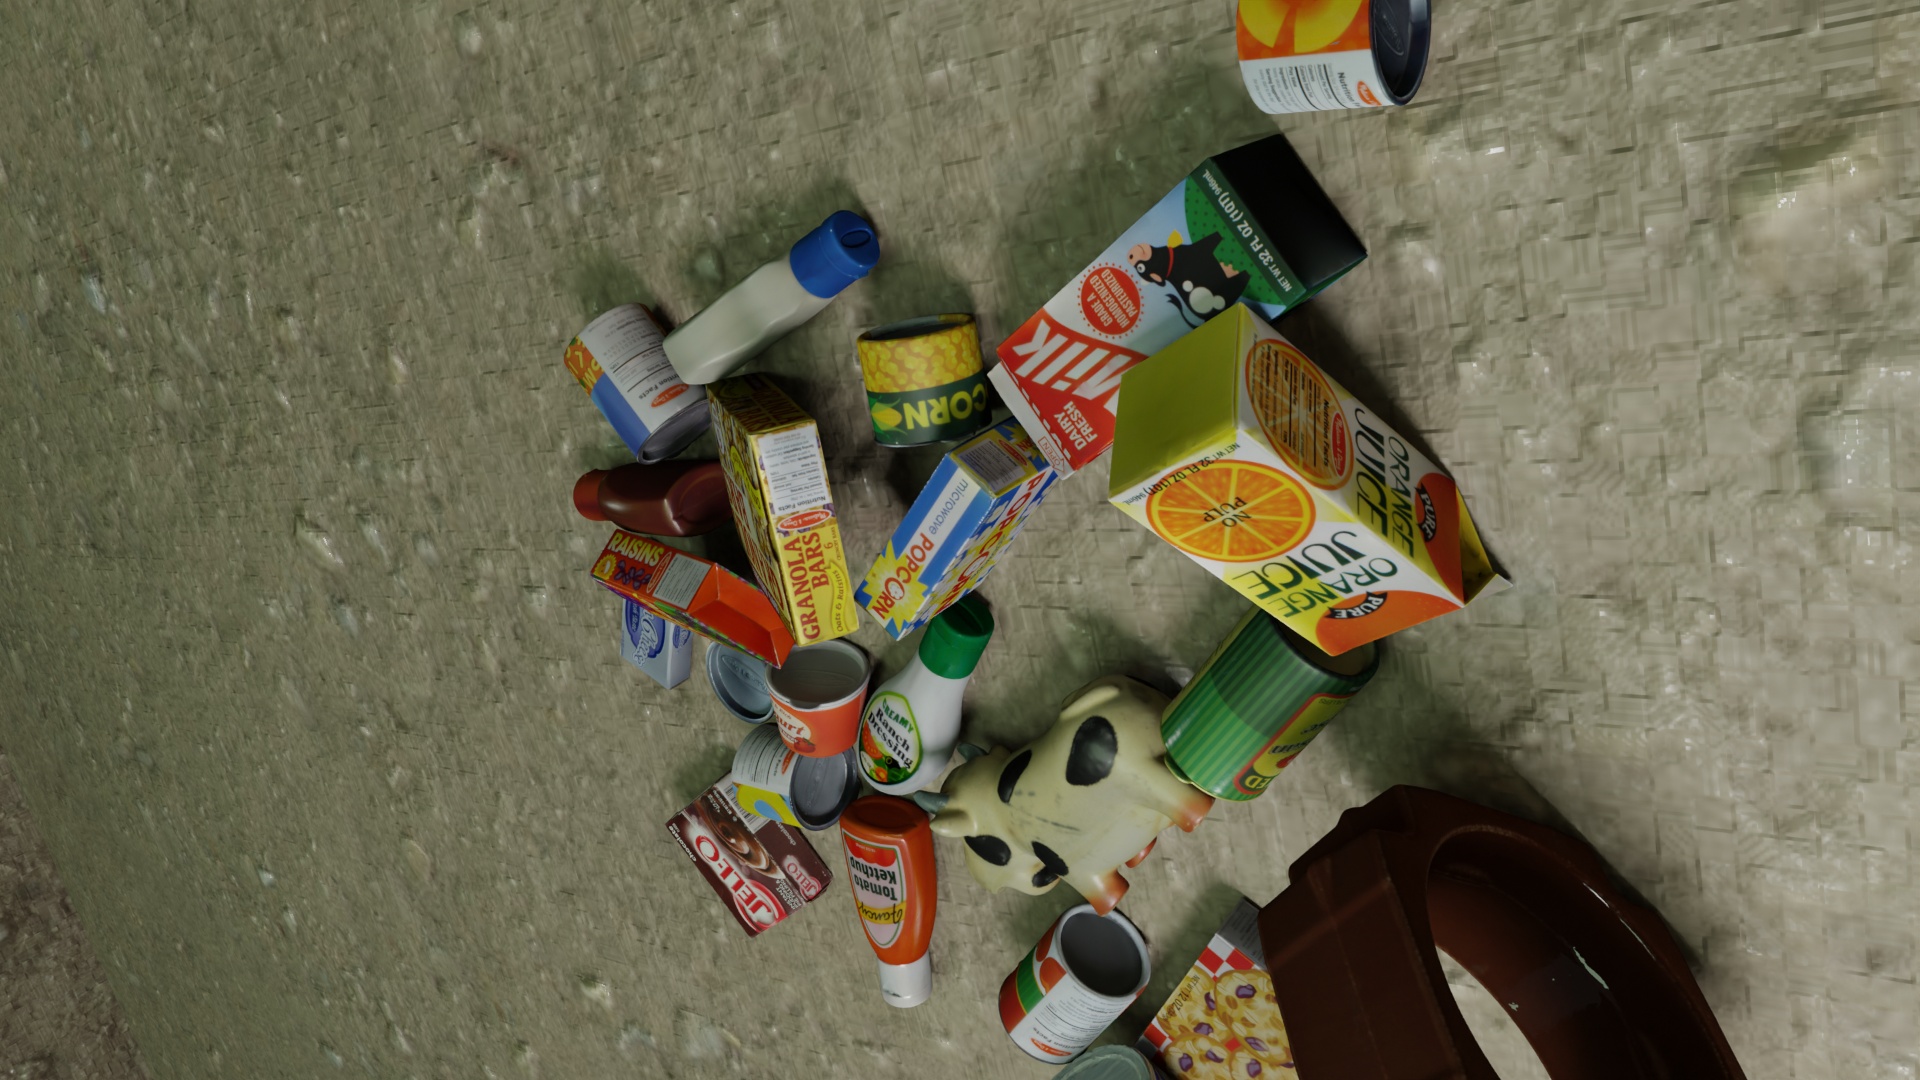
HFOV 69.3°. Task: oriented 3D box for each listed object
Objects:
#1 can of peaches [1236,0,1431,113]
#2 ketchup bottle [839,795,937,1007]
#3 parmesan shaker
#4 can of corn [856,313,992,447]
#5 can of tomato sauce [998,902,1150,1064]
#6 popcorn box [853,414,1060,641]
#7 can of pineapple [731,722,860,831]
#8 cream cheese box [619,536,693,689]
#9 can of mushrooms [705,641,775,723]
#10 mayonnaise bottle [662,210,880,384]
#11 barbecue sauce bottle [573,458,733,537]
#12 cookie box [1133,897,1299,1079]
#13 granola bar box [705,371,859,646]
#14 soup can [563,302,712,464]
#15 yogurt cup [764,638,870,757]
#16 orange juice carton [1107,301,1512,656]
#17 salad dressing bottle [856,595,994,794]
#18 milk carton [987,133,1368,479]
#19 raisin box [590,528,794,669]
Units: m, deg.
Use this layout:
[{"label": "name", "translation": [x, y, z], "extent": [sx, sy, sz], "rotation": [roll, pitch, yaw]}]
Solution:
[{"label": "can of peaches", "translation": [0.152, -0.211, 0.563], "extent": [0.058, 0.071, 0.071], "rotation": [7, 115, 36]}, {"label": "ketchup bottle", "translation": [-0.044, 0.249, 0.951], "extent": [0.065, 0.044, 0.148], "rotation": [10, 117, 35]}, {"label": "parmesan shaker", "translation": [0.152, 0.076, 0.694], "extent": [0.071, 0.071, 0.102], "rotation": [43, 131, 14]}, {"label": "can of corn", "translation": [-0.018, -0.087, 0.753], "extent": [0.071, 0.071, 0.058], "rotation": [4, 113, 37]}, {"label": "can of tomato sauce", "translation": [0.070, 0.272, 0.858], "extent": [0.071, 0.071, 0.082], "rotation": [42, 130, 15]}, {"label": "popcorn box", "translation": [0.003, -0.010, 0.762], "extent": [0.038, 0.085, 0.126], "rotation": [45, 131, 11]}, {"label": "can of pineapple", "translation": [-0.112, 0.161, 0.948], "extent": [0.058, 0.071, 0.070], "rotation": [5, 114, 37]}, {"label": "cream cheese box", "translation": [-0.220, 0.053, 1.009], "extent": [0.053, 0.024, 0.103], "rotation": [28, 126, 25]}, {"label": "can of mushrooms", "translation": [-0.140, 0.088, 0.957], "extent": [0.071, 0.033, 0.070], "rotation": [18, 121, 32]}, {"label": "mayonnaise bottle", "translation": [-0.108, -0.140, 0.805], "extent": [0.147, 0.065, 0.041], "rotation": [-27, 96, 39]}, {"label": "barbecue sauce bottle", "translation": [-0.211, -0.030, 0.940], "extent": [0.148, 0.065, 0.043], "rotation": [3, 120, 47]}, {"label": "cookie box", "translation": [0.195, 0.302, 0.789], "extent": [0.168, 0.040, 0.122], "rotation": [37, 129, 19]}, {"label": "granola bar box", "translation": [-0.108, -0.024, 0.815], "extent": [0.166, 0.039, 0.123], "rotation": [-140, 37, -66]}, {"label": "soup can", "translation": [-0.205, -0.100, 0.897], "extent": [0.084, 0.072, 0.071], "rotation": [51, 132, 8]}, {"label": "yogurt cup", "translation": [-0.092, 0.104, 0.907], "extent": [0.072, 0.073, 0.053], "rotation": [23, 132, 28]}, {"label": "orange juice carton", "translation": [0.159, -0.013, 0.613], "extent": [0.192, 0.073, 0.071], "rotation": [32, 139, -27]}, {"label": "salad dressing bottle", "translation": [-0.021, 0.096, 0.858], "extent": [0.064, 0.044, 0.146], "rotation": [47, 132, 26]}, {"label": "milk carton", "translation": [0.088, -0.101, 0.659], "extent": [0.189, 0.074, 0.072], "rotation": [-37, 87, 43]}, {"label": "raisin box", "translation": [-0.172, 0.037, 0.902], "extent": [0.123, 0.040, 0.086], "rotation": [15, 164, 46]}]
